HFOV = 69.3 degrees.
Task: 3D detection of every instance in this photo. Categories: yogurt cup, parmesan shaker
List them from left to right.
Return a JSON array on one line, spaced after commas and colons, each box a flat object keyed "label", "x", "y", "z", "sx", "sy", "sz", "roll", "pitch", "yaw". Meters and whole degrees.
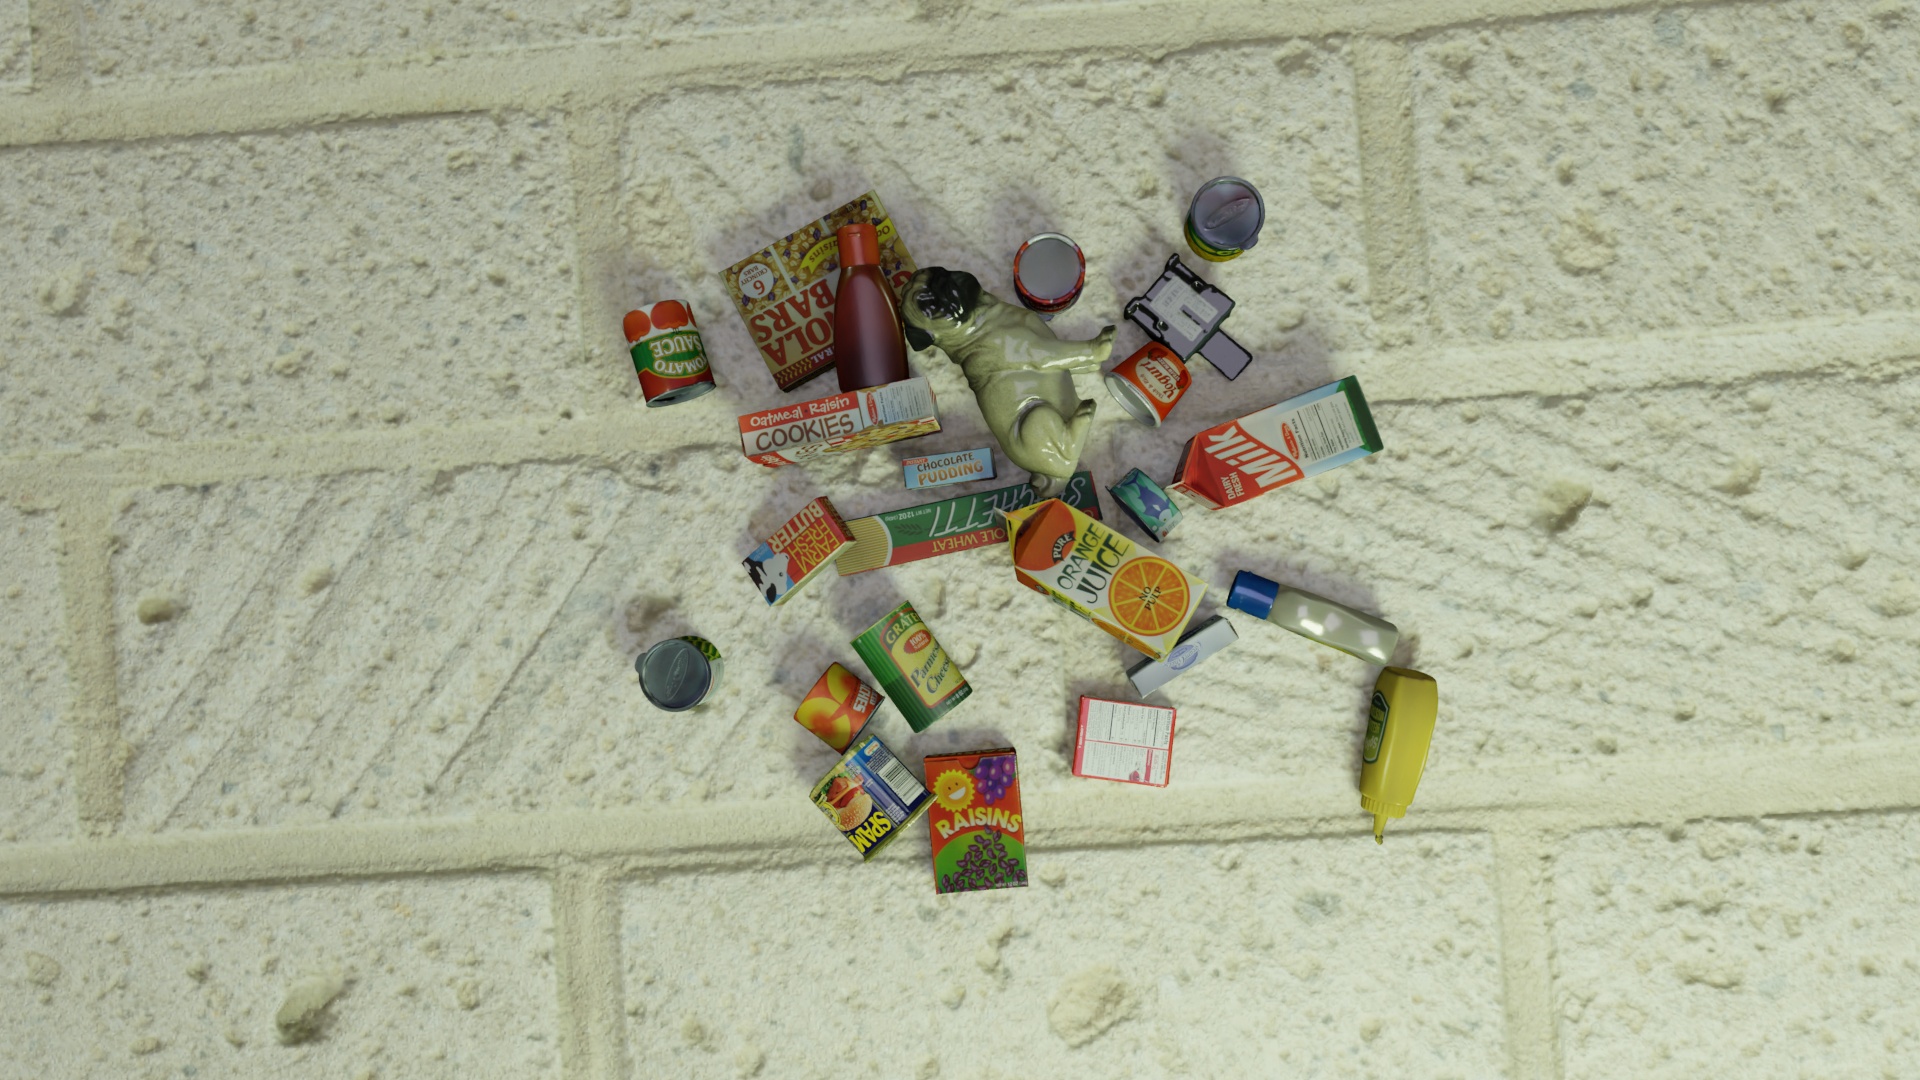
[{"label": "parmesan shaker", "x": -0.042, "y": 0.113, "z": 1.262, "sx": 0.071, "sy": 0.071, "sz": 0.103, "roll": -37, "pitch": 88, "yaw": 2}, {"label": "yogurt cup", "x": 0.172, "y": -0.143, "z": 1.259, "sx": 0.054, "sy": 0.072, "sz": 0.072, "roll": -45, "pitch": 87, "yaw": -7}]

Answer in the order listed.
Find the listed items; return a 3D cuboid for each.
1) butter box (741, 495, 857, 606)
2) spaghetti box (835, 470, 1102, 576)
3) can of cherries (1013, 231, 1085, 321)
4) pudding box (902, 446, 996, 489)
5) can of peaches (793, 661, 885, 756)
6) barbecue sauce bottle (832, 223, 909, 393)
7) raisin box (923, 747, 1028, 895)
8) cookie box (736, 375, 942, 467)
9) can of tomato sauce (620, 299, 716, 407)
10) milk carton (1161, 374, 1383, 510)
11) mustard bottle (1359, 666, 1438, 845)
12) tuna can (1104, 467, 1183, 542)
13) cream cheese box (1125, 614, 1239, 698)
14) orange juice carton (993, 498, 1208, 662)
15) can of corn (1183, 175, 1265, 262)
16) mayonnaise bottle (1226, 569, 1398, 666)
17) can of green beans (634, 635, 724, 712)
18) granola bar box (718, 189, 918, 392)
[{"label": "butter box", "x": -0.147, "y": 0.010, "z": 1.270, "sx": 0.103, "sy": 0.024, "sz": 0.053, "roll": -40, "pitch": 79, "yaw": 20}, {"label": "spaghetti box", "x": 0.005, "y": -0.016, "z": 1.280, "sx": 0.250, "sy": 0.028, "sz": 0.050, "roll": -12, "pitch": 89, "yaw": 2}, {"label": "can of cherries", "x": 0.081, "y": -0.240, "z": 1.267, "sx": 0.071, "sy": 0.058, "sz": 0.071, "roll": 0, "pitch": 88, "yaw": 3}, {"label": "pudding box", "x": -0.009, "y": -0.066, "z": 1.271, "sx": 0.084, "sy": 0.049, "sz": 0.030, "roll": -7, "pitch": 91, "yaw": 3}, {"label": "can of peaches", "x": -0.109, "y": 0.150, "z": 1.261, "sx": 0.058, "sy": 0.071, "sz": 0.071, "roll": 36, "pitch": 91, "yaw": 3}, {"label": "barbecue sauce bottle", "x": -0.085, "y": -0.206, "z": 1.241, "sx": 0.065, "sy": 0.043, "sz": 0.148, "roll": -7, "pitch": 90, "yaw": 5}, {"label": "raisin box", "x": 0.014, "y": 0.255, "z": 1.268, "sx": 0.086, "sy": 0.040, "sz": 0.123, "roll": -5, "pitch": 88, "yaw": 3}, {"label": "cookie box", "x": -0.104, "y": -0.102, "z": 1.239, "sx": 0.167, "sy": 0.123, "sz": 0.040, "roll": -12, "pitch": 88, "yaw": 2}, {"label": "can of tomato sauce", "x": -0.268, "y": -0.172, "z": 1.275, "sx": 0.071, "sy": 0.071, "sz": 0.083, "roll": -18, "pitch": 88, "yaw": 2}, {"label": "milk carton", "x": 0.270, "y": -0.079, "z": 1.248, "sx": 0.191, "sy": 0.072, "sz": 0.073, "roll": -21, "pitch": 88, "yaw": 1}, {"label": "mustard bottle", "x": 0.387, "y": 0.195, "z": 1.241, "sx": 0.049, "sy": 0.065, "sz": 0.160, "roll": 10, "pitch": 93, "yaw": -1}, {"label": "tuna can", "x": 0.166, "y": -0.034, "z": 1.254, "sx": 0.033, "sy": 0.071, "sz": 0.071, "roll": -43, "pitch": 87, "yaw": 0}, {"label": "cream cheese box", "x": 0.199, "y": 0.104, "z": 1.256, "sx": 0.104, "sy": 0.053, "sz": 0.024, "roll": -32, "pitch": 90, "yaw": 1}, {"label": "orange juice carton", "x": 0.112, "y": 0.026, "z": 1.213, "sx": 0.193, "sy": 0.071, "sz": 0.073, "roll": 30, "pitch": 82, "yaw": 9}, {"label": "can of corn", "x": 0.240, "y": -0.288, "z": 1.261, "sx": 0.071, "sy": 0.058, "sz": 0.071, "roll": 0, "pitch": 89, "yaw": 2}, {"label": "mayonnaise bottle", "x": 0.315, "y": 0.069, "z": 1.249, "sx": 0.148, "sy": 0.065, "sz": 0.041, "roll": 21, "pitch": 94, "yaw": 7}, {"label": "can of green beans", "x": -0.255, "y": 0.121, "z": 1.273, "sx": 0.071, "sy": 0.058, "sz": 0.071, "roll": 0, "pitch": 89, "yaw": 3}, {"label": "granola bar box", "x": -0.121, "y": -0.229, "z": 1.285, "sx": 0.165, "sy": 0.039, "sz": 0.124, "roll": -28, "pitch": 88, "yaw": 2}]
